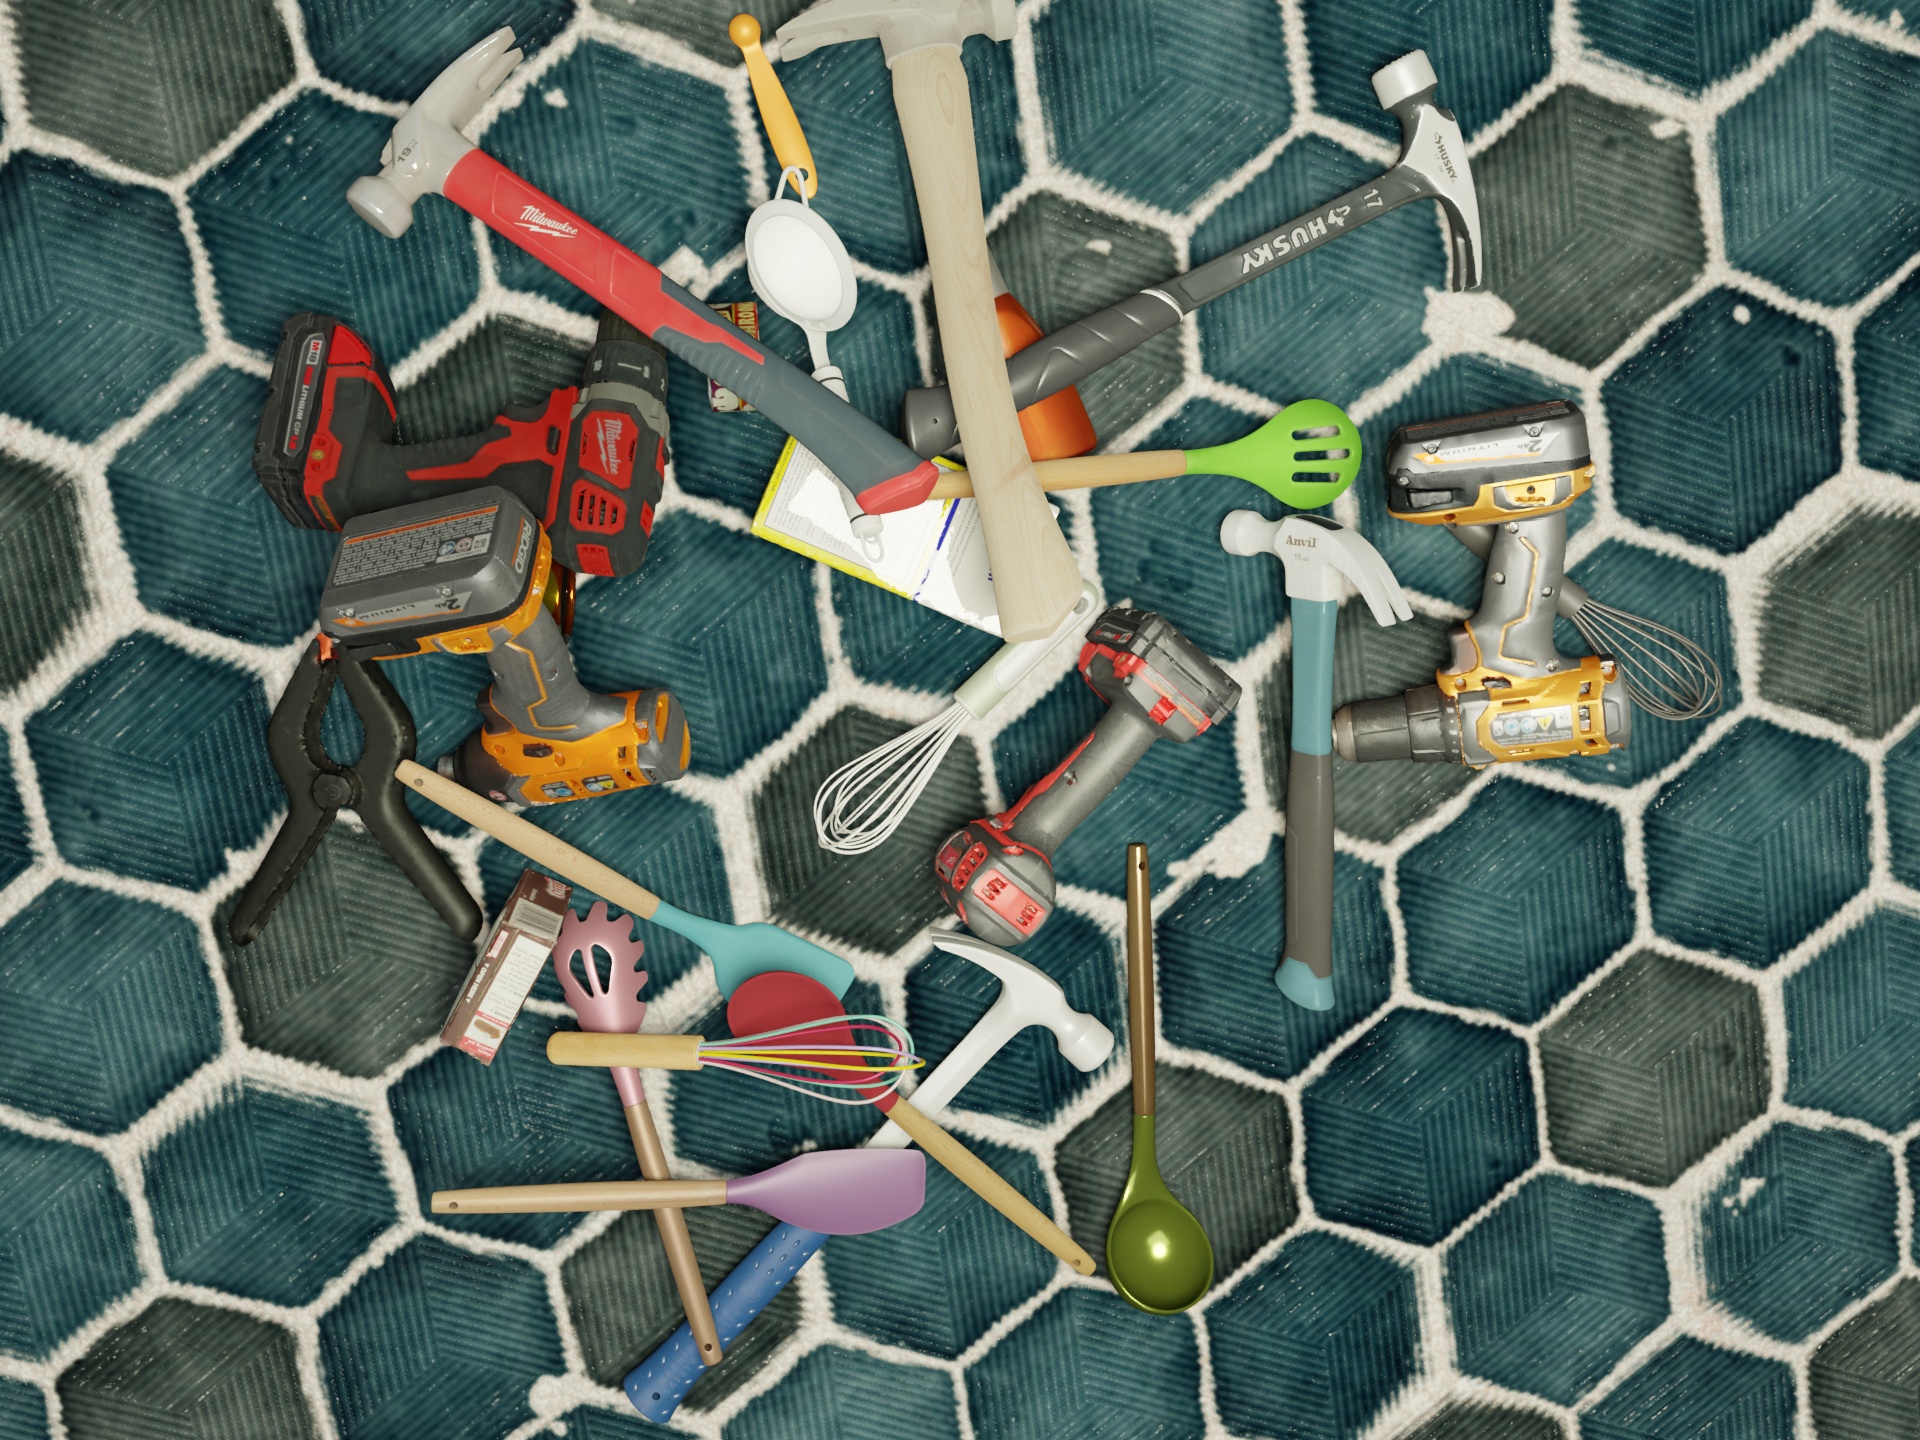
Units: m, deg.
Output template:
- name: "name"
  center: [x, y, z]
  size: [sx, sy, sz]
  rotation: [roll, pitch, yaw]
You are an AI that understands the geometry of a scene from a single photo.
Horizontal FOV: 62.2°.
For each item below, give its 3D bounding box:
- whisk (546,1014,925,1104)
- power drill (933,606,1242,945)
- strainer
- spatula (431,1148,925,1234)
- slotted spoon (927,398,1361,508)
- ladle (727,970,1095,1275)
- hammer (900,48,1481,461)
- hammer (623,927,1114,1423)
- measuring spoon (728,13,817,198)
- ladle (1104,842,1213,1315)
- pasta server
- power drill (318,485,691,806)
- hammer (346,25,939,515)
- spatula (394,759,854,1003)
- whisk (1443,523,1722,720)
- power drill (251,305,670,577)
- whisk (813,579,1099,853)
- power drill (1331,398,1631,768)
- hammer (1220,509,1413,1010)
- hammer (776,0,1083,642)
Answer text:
- name: "whisk"
  center: [-0.143, 0.208, 0.994]
  size: [0.245, 0.047, 0.051]
  rotation: [0, 116, 10]
- name: "power drill"
  center: [0.066, 0.036, 1.004]
  size: [0.078, 0.143, 0.219]
  rotation: [40, 87, -13]
- name: "strainer"
  center: [-0.085, -0.213, 0.966]
  size: [0.086, 0.050, 0.259]
  rotation: [-2, 70, -45]
- name: "spatula"
  center: [-0.178, 0.309, 1.033]
  size: [0.316, 0.018, 0.060]
  rotation: [2, 97, -11]
- name: "slotted spoon"
  center: [0.115, -0.157, 0.997]
  size: [0.313, 0.031, 0.070]
  rotation: [-7, 103, -14]
- name: "ladle"
  center: [-0.025, 0.268, 1.046]
  size: [0.315, 0.031, 0.069]
  rotation: [42, 105, -11]
- name: "hammer"
  center: [0.143, -0.261, 0.985]
  size: [0.409, 0.036, 0.149]
  rotation: [-29, 100, -8]
- name: "hammer"
  center: [-0.084, 0.315, 1.081]
  size: [0.144, 0.035, 0.405]
  rotation: [42, 93, -9]
- name: "measuring spoon"
  center: [-0.115, -0.381, 0.987]
  size: [0.021, 0.011, 0.117]
  rotation: [-22, 99, -1]
- name: "ladle"
  center: [0.130, 0.243, 1.076]
  size: [0.078, 0.062, 0.320]
  rotation: [-4, 96, -22]
- name: "pasta server"
  center: [-0.207, 0.275, 1.053]
  size: [0.060, 0.040, 0.316]
  rotation: [-16, 96, -2]
- name: "power drill"
  center: [-0.278, -0.026, 0.943]
  size: [0.164, 0.084, 0.226]
  rotation: [-10, 142, 13]
- name: "hammer"
  center: [-0.166, -0.253, 0.928]
  size: [0.386, 0.038, 0.143]
  rotation: [35, 81, 8]
- name: "spatula"
  center: [-0.217, 0.112, 1.019]
  size: [0.317, 0.044, 0.082]
  rotation: [33, 99, -21]
- name: "whisk"
  center: [0.408, -0.078, 1.053]
  size: [0.239, 0.055, 0.055]
  rotation: [36, 94, -5]
- name: "power drill"
  center: [-0.286, -0.187, 0.957]
  size: [0.226, 0.080, 0.188]
  rotation: [6, 72, -3]
- name: "whisk"
  center: [-0.002, -0.003, 1.035]
  size: [0.246, 0.059, 0.057]
  rotation: [-44, 111, -2]
- name: "power drill"
  center: [0.320, -0.076, 1.014]
  size: [0.185, 0.084, 0.226]
  rotation: [-8, 108, 16]
- name: "hammer"
  center: [0.228, 0.032, 1.039]
  size: [0.033, 0.128, 0.331]
  rotation: [-16, 111, -40]
- name: "hammer"
  center: [-0.006, -0.244, 0.935]
  size: [0.146, 0.038, 0.411]
  rotation: [-11, 79, 1]
